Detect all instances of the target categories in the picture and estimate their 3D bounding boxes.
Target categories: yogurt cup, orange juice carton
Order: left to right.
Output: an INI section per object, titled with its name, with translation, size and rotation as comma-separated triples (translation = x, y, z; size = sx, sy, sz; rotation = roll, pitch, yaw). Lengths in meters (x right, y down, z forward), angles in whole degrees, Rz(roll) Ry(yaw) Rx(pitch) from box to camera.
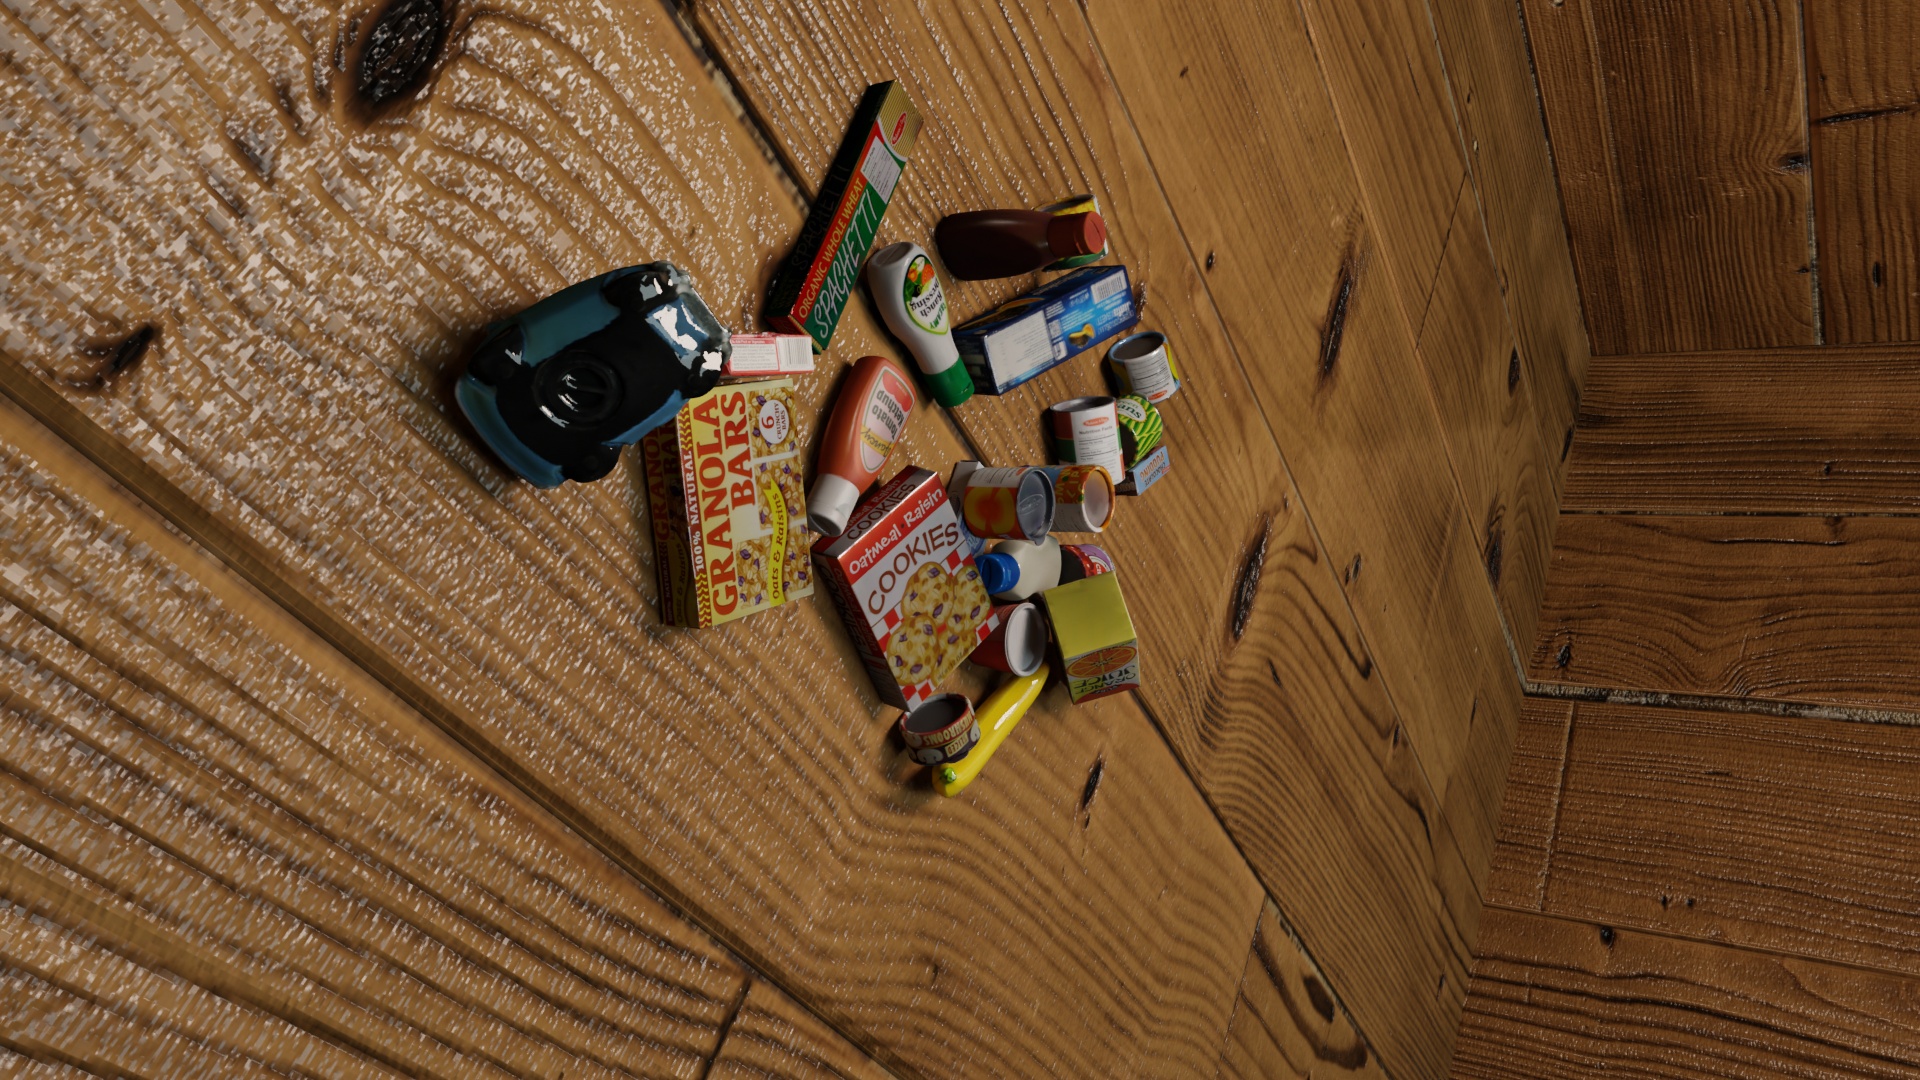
[yogurt cup]
translation = 0.040, 0.091, 1.292
size = 0.072, 0.054, 0.072
rotation = -3, 93, -55
[orange juice carton]
translation = 0.130, 0.104, 1.353
size = 0.192, 0.072, 0.073
rotation = 71, 3, -65

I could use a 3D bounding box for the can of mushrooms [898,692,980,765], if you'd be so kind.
[can of mushrooms]
translation = -0.017, 0.163, 1.198
size = 0.071, 0.071, 0.033
rotation = -43, 123, -46

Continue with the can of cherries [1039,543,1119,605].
[can of cherries]
translation = 0.114, 0.036, 1.379
size = 0.058, 0.071, 0.071
rotation = 1, 90, -55

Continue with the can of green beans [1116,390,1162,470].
[can of green beans]
translation = 0.171, -0.113, 1.461
size = 0.058, 0.071, 0.071
rotation = -40, 123, -46

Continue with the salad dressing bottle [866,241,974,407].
[salad dressing bottle]
translation = -0.031, -0.183, 1.191
size = 0.064, 0.044, 0.147
rotation = -56, 133, -36

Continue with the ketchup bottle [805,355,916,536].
[ketchup bottle]
translation = -0.085, -0.074, 1.118
size = 0.064, 0.043, 0.149
rotation = 50, 53, -44

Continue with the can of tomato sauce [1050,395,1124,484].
[can of tomato sauce]
translation = 0.129, -0.099, 1.404
size = 0.071, 0.071, 0.083
rotation = -29, 115, -51

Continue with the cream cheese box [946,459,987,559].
[cream cheese box]
translation = 0.005, -0.016, 1.264
size = 0.053, 0.024, 0.104
rotation = 45, 56, -48

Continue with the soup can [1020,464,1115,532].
[soup can]
translation = 0.099, -0.043, 1.346
size = 0.071, 0.083, 0.071
rotation = -2, 92, -55

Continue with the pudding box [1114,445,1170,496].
[pudding box]
translation = 0.186, -0.075, 1.498
size = 0.084, 0.049, 0.030
rotation = -35, 118, -49

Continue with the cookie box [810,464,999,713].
[cookie box]
translation = -0.044, 0.040, 1.166
size = 0.123, 0.040, 0.166
rotation = -43, 126, -31

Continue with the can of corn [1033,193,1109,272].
[can of corn]
translation = 0.105, -0.302, 1.364
size = 0.071, 0.071, 0.058
rotation = -41, 123, -46

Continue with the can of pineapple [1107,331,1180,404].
[can of pineapple]
translation = 0.197, -0.186, 1.498
size = 0.071, 0.071, 0.057
rotation = -51, 131, -41

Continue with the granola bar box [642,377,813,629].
[granola bar box]
translation = -0.167, -0.030, 1.005
size = 0.124, 0.039, 0.165
rotation = -17, 105, -54

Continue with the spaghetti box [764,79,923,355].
[spaghetti box]
translation = -0.090, -0.262, 1.117
size = 0.050, 0.028, 0.251
rotation = 47, 54, -45

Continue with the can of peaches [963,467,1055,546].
[can of peaches]
translation = 0.044, -0.031, 1.245
size = 0.071, 0.058, 0.071
rotation = -6, 97, -56

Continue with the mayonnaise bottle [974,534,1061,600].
[mayonnaise bottle]
translation = 0.052, 0.027, 1.293
size = 0.148, 0.041, 0.064
rotation = -5, 99, -66

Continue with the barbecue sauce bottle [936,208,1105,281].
[barbecue sauce bottle]
translation = 0.054, -0.263, 1.219
size = 0.064, 0.148, 0.044
rotation = 55, 49, -40
